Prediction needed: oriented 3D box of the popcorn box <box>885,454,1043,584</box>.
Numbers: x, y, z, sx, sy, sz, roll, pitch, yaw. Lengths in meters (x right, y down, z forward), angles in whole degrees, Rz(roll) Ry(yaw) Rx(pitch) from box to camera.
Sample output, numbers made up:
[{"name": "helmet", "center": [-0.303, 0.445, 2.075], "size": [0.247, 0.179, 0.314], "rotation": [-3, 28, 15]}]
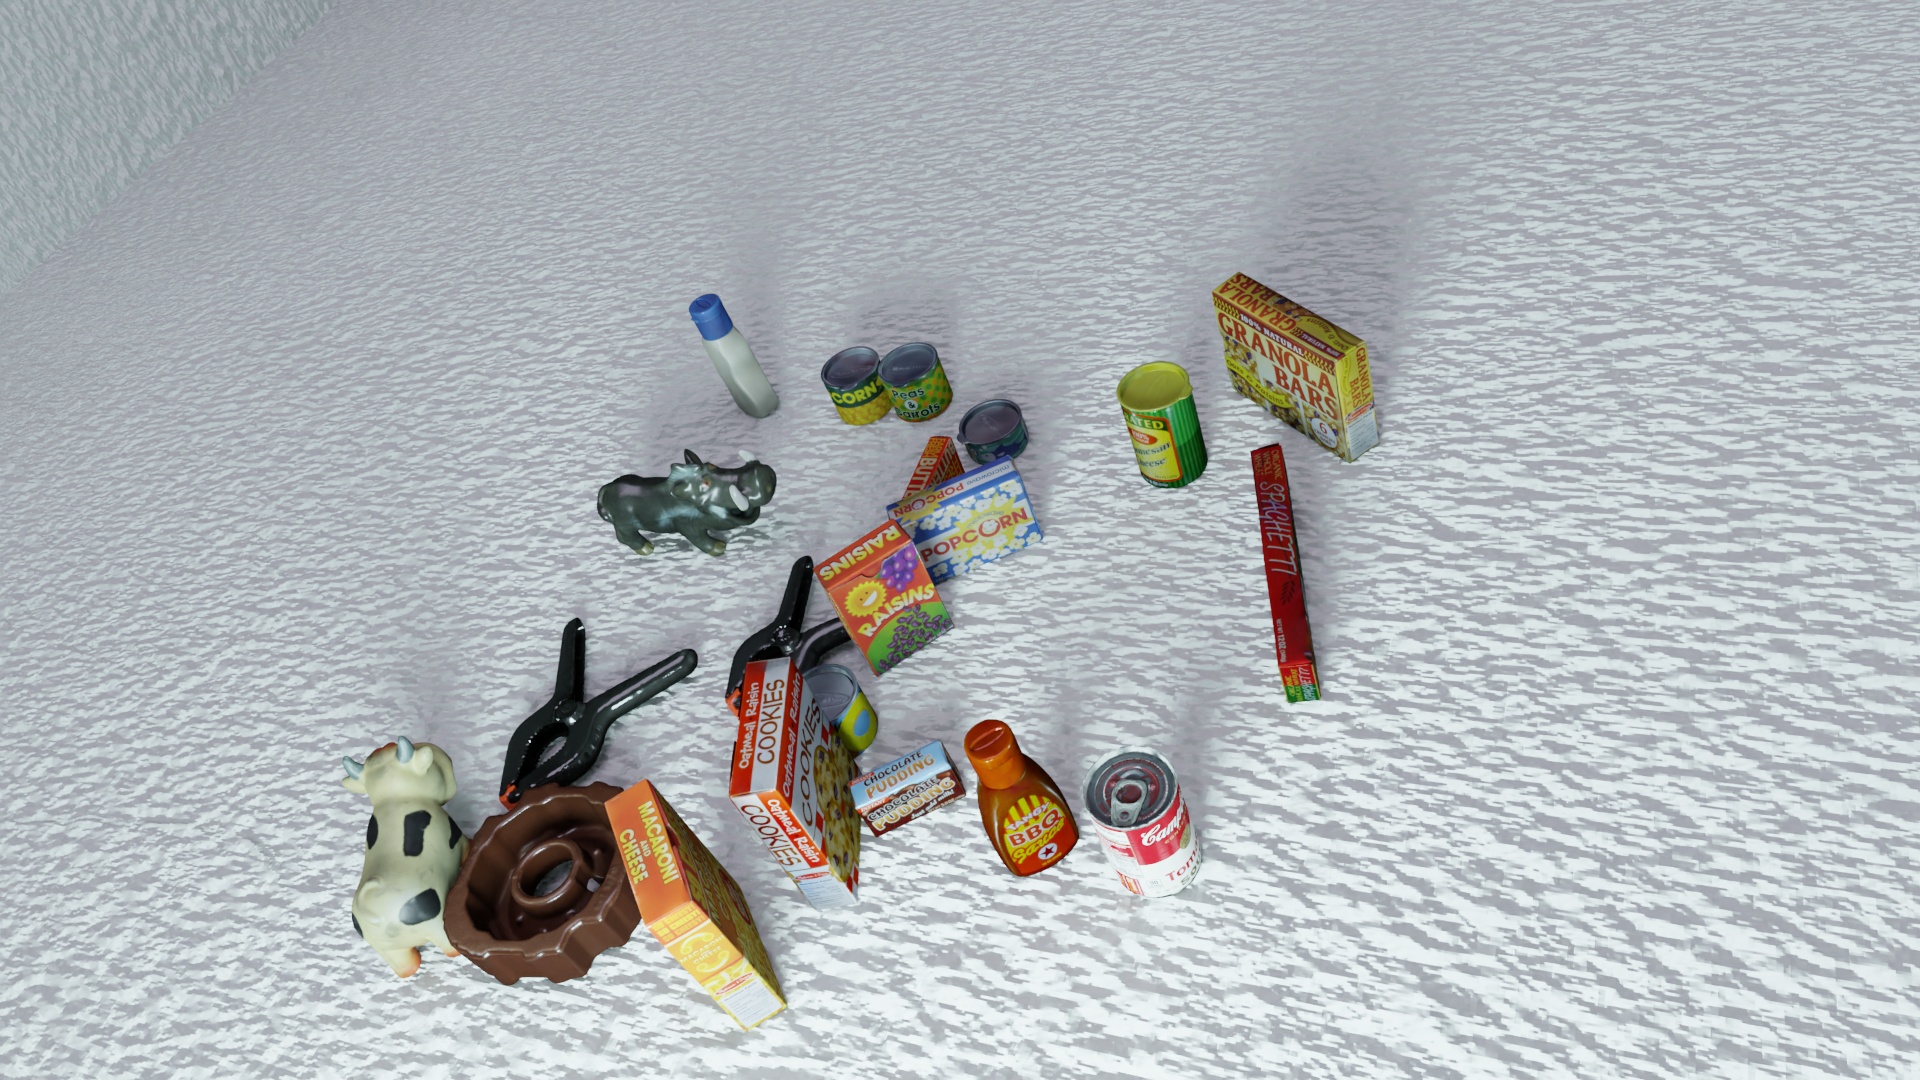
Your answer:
[{"name": "popcorn box", "center": [0.005, -0.016, 1.281], "size": [0.127, 0.085, 0.038], "rotation": [-23, 43, 1]}]

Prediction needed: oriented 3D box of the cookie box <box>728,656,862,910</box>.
[{"name": "cookie box", "center": [-0.124, 0.189, 1.075], "size": [0.040, 0.166, 0.123], "rotation": [-13, 44, 12]}]

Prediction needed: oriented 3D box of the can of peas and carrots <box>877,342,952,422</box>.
[{"name": "can of peas and carrots", "center": [-0.047, -0.165, 1.469], "size": [0.071, 0.058, 0.071], "rotation": [-12, 44, 12]}]

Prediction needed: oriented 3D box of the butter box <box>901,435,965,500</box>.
[{"name": "butter box", "center": [-0.028, -0.048, 1.350], "size": [0.024, 0.053, 0.104], "rotation": [2, 49, 25]}]

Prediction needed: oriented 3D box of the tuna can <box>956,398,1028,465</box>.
[{"name": "tuna can", "center": [0.032, -0.107, 1.397], "size": [0.071, 0.032, 0.071], "rotation": [-12, 44, 12]}]

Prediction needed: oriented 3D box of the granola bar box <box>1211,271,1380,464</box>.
[{"name": "granola bar box", "center": [0.303, -0.158, 1.264], "size": [0.039, 0.123, 0.166], "rotation": [-35, 44, -11]}]

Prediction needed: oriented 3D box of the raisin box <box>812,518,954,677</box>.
[{"name": "raisin box", "center": [-0.066, 0.051, 1.217], "size": [0.086, 0.123, 0.040], "rotation": [-32, 44, -8]}]

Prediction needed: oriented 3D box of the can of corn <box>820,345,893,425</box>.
[{"name": "can of corn", "center": [-0.110, -0.164, 1.495], "size": [0.071, 0.058, 0.071], "rotation": [-12, 44, 12]}]

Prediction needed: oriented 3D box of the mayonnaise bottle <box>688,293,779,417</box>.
[{"name": "mayonnaise bottle", "center": [-0.251, -0.204, 1.528], "size": [0.041, 0.147, 0.065], "rotation": [-41, 46, -18]}]

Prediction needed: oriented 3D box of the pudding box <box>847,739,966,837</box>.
[{"name": "pudding box", "center": [-0.043, 0.199, 1.116], "size": [0.084, 0.049, 0.030], "rotation": [-25, 43, -1]}]

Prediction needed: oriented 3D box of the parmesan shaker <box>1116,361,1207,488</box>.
[{"name": "parmesan shaker", "center": [0.189, -0.104, 1.275], "size": [0.071, 0.102, 0.072], "rotation": [-12, 44, 12]}]

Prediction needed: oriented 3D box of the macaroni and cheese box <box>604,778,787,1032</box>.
[{"name": "macaroni and cheese box", "center": [-0.194, 0.269, 1.027], "size": [0.040, 0.165, 0.124], "rotation": [-30, 43, -6]}]

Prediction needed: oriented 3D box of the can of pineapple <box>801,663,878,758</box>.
[{"name": "can of pineapple", "center": [-0.111, 0.150, 1.188], "size": [0.071, 0.057, 0.071], "rotation": [-12, 44, 12]}]

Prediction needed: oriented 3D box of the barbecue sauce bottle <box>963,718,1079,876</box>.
[{"name": "barbecue sauce bottle", "center": [0.040, 0.187, 1.020], "size": [0.065, 0.148, 0.044], "rotation": [-31, 43, -7]}]

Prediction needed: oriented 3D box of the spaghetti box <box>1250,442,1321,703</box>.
[{"name": "spaghetti box", "center": [0.269, 0.021, 1.157], "size": [0.028, 0.050, 0.251], "rotation": [-10, 45, 15]}]
